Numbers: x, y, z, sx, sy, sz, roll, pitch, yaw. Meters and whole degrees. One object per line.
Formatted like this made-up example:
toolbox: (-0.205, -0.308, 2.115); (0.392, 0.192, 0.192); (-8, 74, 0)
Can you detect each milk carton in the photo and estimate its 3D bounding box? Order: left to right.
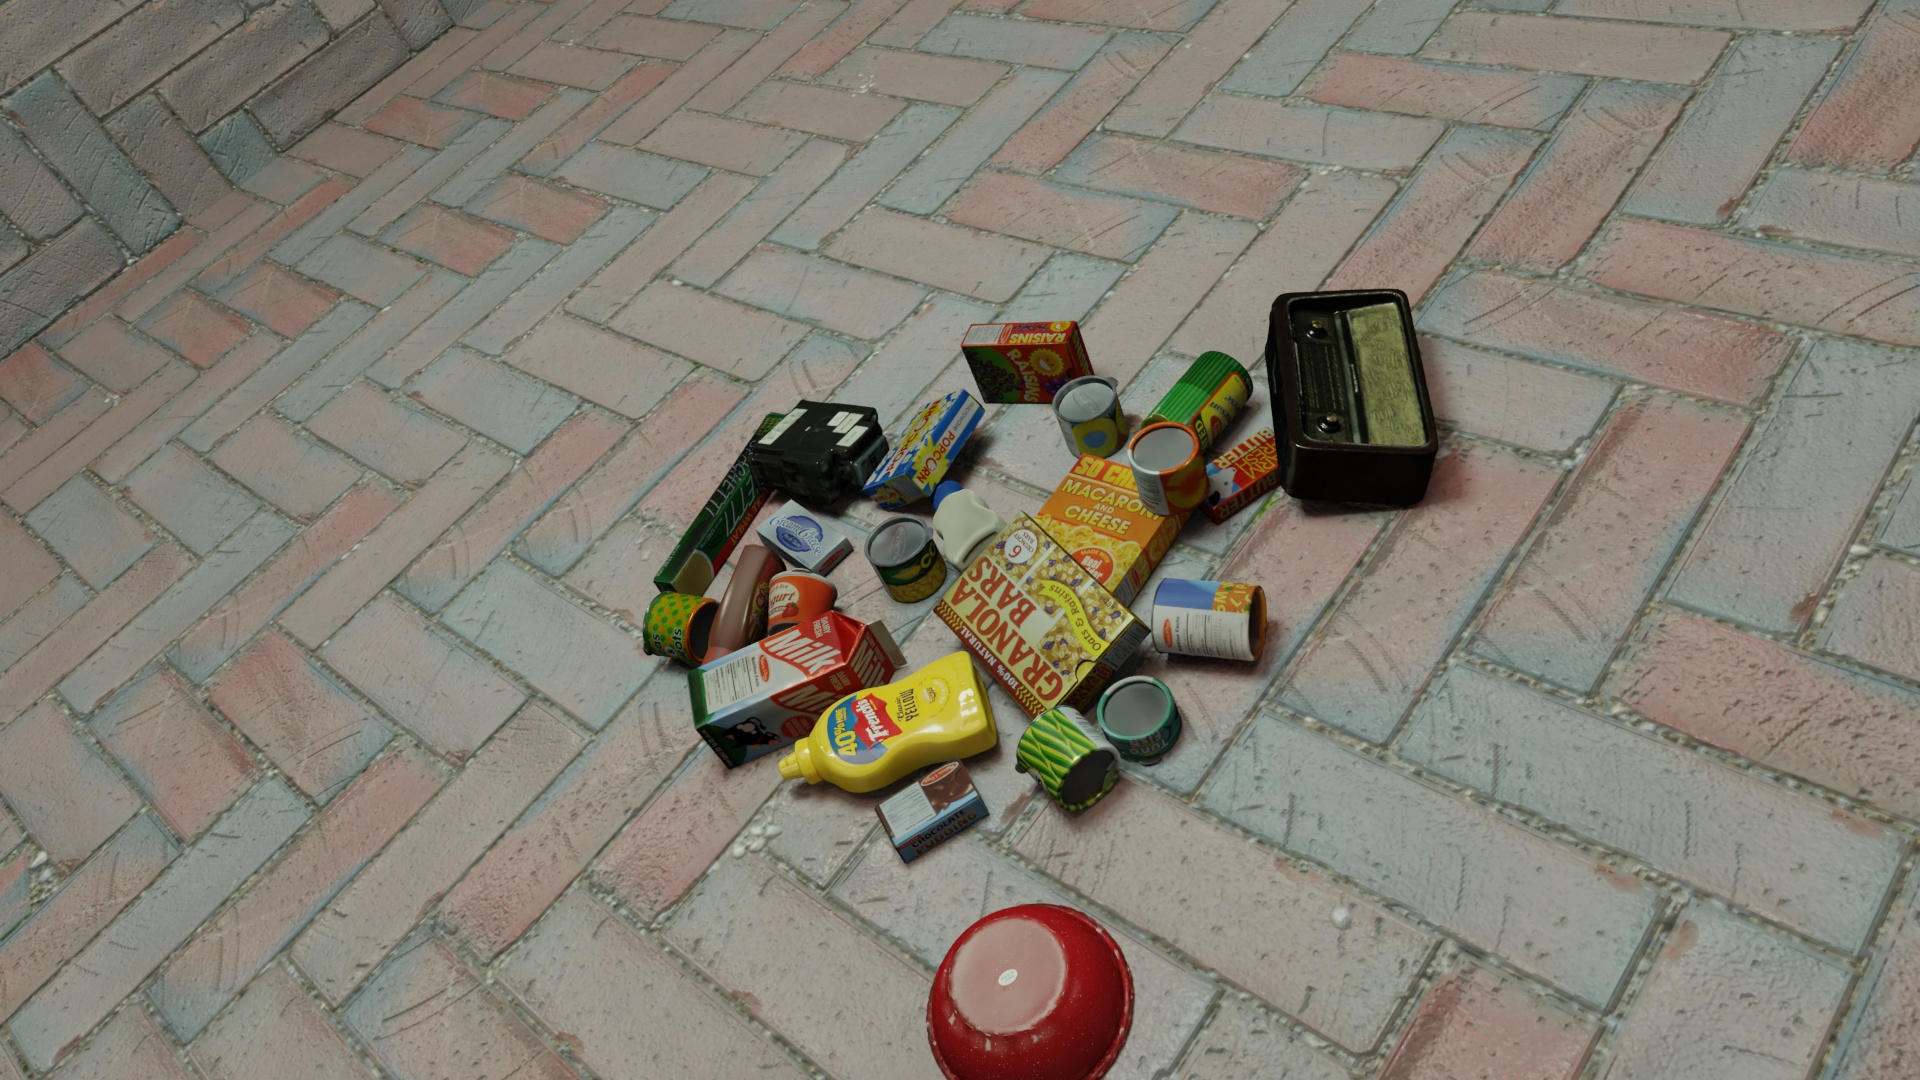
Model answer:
milk carton: (-0.148, 0.130, 1.282); (0.190, 0.072, 0.074); (-24, 44, 3)

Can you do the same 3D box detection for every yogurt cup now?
yogurt cup: (-0.156, 0.069, 1.350); (0.072, 0.072, 0.054); (-7, 55, 19)

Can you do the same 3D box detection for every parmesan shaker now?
parmesan shaker: (0.232, -0.131, 1.357); (0.071, 0.071, 0.103); (24, 62, 38)

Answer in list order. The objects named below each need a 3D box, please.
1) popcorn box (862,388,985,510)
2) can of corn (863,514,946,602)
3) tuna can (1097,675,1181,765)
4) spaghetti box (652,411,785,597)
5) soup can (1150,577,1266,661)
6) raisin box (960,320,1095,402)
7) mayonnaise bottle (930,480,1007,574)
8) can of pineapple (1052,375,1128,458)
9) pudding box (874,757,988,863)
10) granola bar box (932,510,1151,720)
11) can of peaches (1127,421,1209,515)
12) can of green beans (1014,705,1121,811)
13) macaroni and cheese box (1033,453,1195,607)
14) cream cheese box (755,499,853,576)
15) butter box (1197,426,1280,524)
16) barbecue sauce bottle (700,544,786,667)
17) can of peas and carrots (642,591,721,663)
popcorn box: (-0.037, -0.094, 1.443); (0.085, 0.038, 0.127); (-15, 36, 54)
can of corn: (-0.051, 0.017, 1.353); (0.071, 0.058, 0.071); (-13, 45, 13)
tuna can: (0.149, 0.150, 1.158); (0.071, 0.032, 0.071); (-13, 45, 13)
spaghetti box: (-0.247, -0.035, 1.497); (0.029, 0.050, 0.251); (10, 54, 29)
soup can: (0.213, 0.066, 1.186); (0.084, 0.071, 0.072); (3, 51, 26)
raisin box: (0.073, -0.189, 1.473); (0.123, 0.085, 0.040); (2, 49, 26)
mayonnaise bottle: (0.005, -0.017, 1.347); (0.064, 0.041, 0.148); (-43, 26, 5)
can of pineapple: (0.134, -0.124, 1.405); (0.071, 0.057, 0.071); (-12, 46, 13)
pudding box: (-0.024, 0.226, 1.166); (0.084, 0.030, 0.050); (-31, 43, -6)
granola bar box: (0.068, 0.070, 1.223); (0.124, 0.039, 0.166); (-49, 53, 5)
can of peaches: (0.191, -0.068, 1.267); (0.071, 0.057, 0.071); (-12, 47, 13)
can of green beans: (0.089, 0.178, 1.134); (0.071, 0.071, 0.058); (-37, 45, -11)
macaroni and cheese box: (0.125, 0.002, 1.303); (0.124, 0.040, 0.167); (19, 60, 36)
cream cheese box: (-0.163, -0.001, 1.446); (0.053, 0.024, 0.104); (-42, 46, -18)
butter box: (0.266, -0.062, 1.311); (0.103, 0.024, 0.053); (-33, 44, -7)
barbecue sauce bottle: (-0.218, 0.081, 1.369); (0.044, 0.064, 0.149); (11, 62, 17)
can of peas and carrots: (-0.274, 0.088, 1.381); (0.059, 0.070, 0.071); (7, 53, 29)
